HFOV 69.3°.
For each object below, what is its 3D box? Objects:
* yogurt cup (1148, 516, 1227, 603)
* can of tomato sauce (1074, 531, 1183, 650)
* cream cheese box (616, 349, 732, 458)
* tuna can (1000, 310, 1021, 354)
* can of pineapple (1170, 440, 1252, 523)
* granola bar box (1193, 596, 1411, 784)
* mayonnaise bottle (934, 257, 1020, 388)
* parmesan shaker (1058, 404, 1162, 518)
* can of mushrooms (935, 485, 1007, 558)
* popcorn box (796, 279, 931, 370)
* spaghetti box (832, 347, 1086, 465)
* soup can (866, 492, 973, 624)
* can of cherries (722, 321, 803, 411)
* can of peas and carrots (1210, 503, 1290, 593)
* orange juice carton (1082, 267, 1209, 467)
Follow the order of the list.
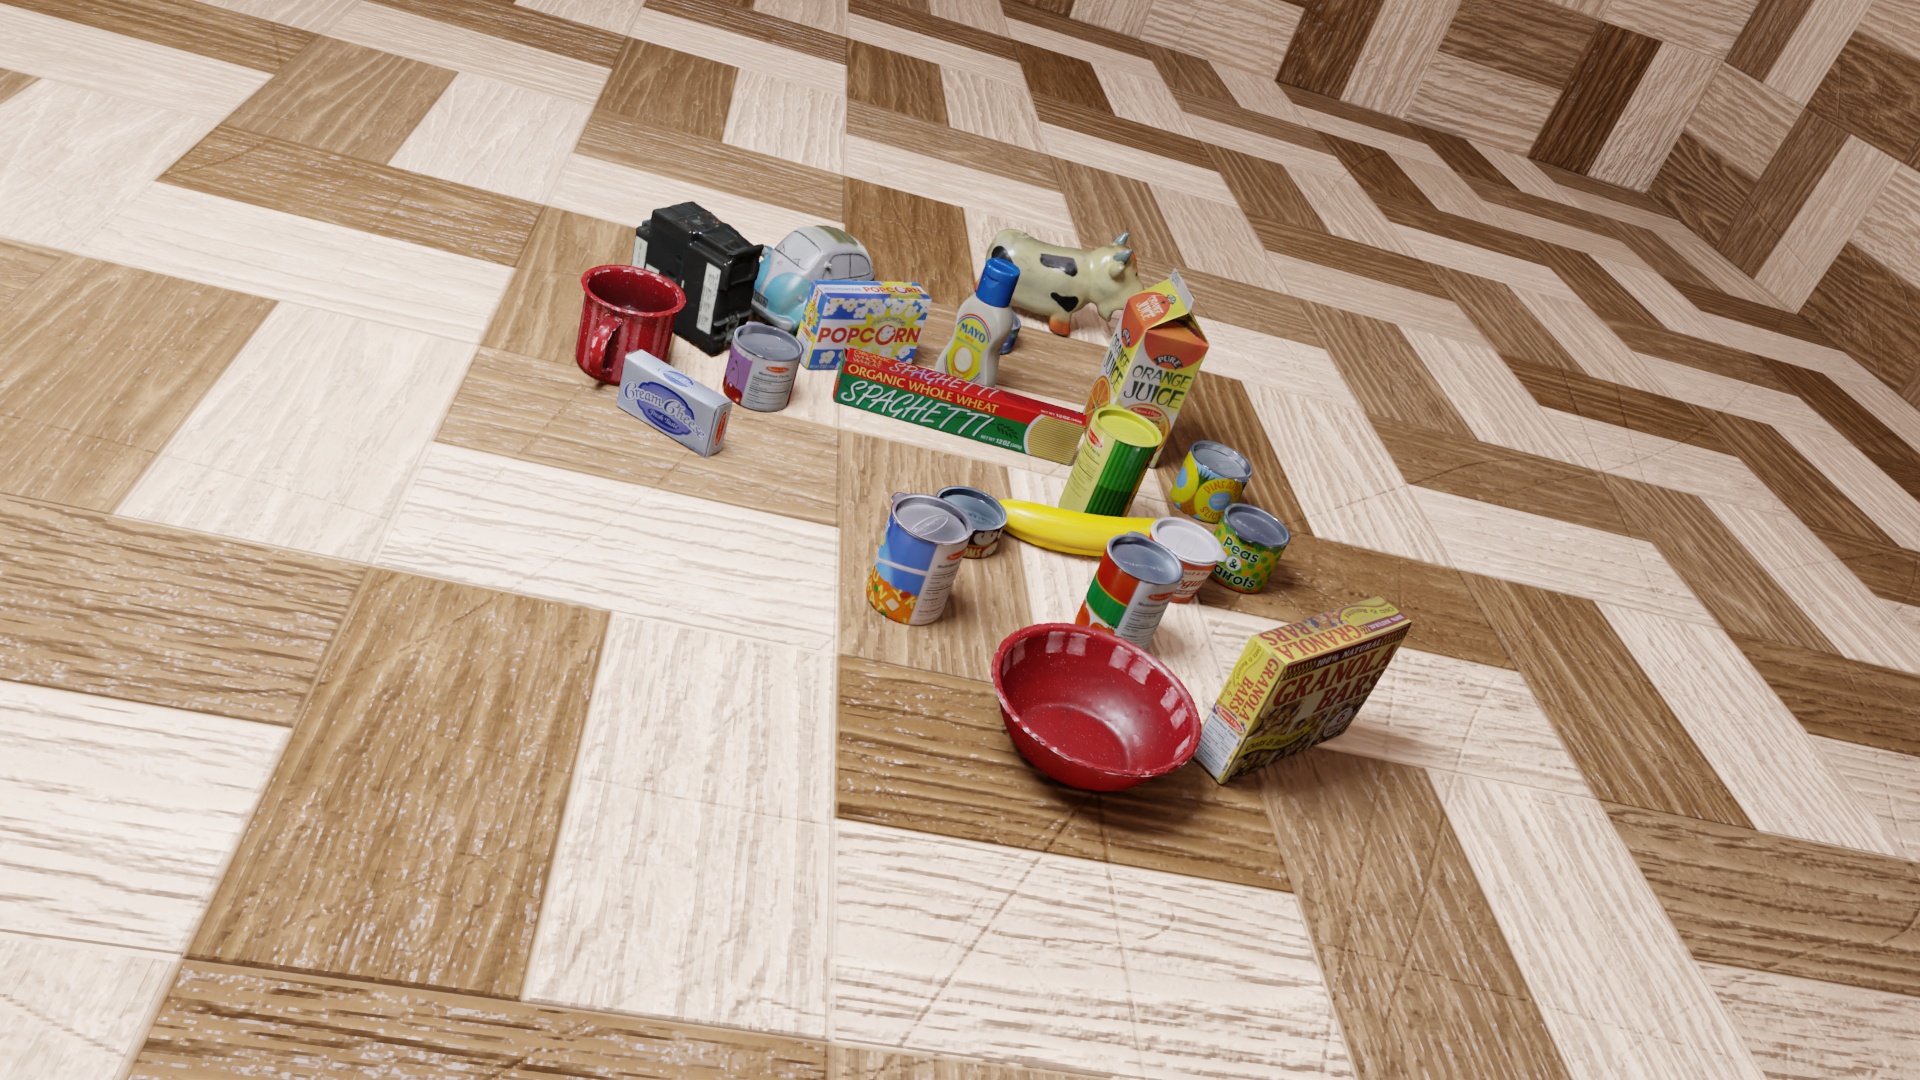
[{"bbox_3d":[0.195,0.019,1.248,0.072,0.053,0.073,14,33,-9],"label":"yogurt cup"},{"bbox_3d":[0.138,0.046,1.151,0.071,0.082,0.071,14,33,-9],"label":"can of tomato sauce"},{"bbox_3d":[-0.251,-0.120,1.211,0.104,0.053,0.024,30,33,15],"label":"cream cheese box"},{"bbox_3d":[0.034,-0.240,1.566,0.071,0.032,0.071,14,33,-9],"label":"tuna can"},{"bbox_3d":[0.251,-0.057,1.389,0.071,0.057,0.071,14,33,-9],"label":"can of pineapple"},{"bbox_3d":[0.266,0.115,1.080,0.166,0.123,0.039,-11,44,-40],"label":"granola bar box"},{"bbox_3d":[0.021,-0.213,1.411,0.065,0.147,0.041,32,34,19],"label":"mayonnaise bottle"},{"bbox_3d":[0.138,-0.066,1.298,0.071,0.102,0.072,14,33,-9],"label":"parmesan shaker"},{"bbox_3d":[0.004,-0.015,1.214,0.071,0.033,0.071,14,33,-9],"label":"can of mushrooms"},{"bbox_3d":[-0.100,-0.219,1.412,0.127,0.084,0.038,-6,40,-35],"label":"popcorn box"},{"bbox_3d":[-0.001,-0.132,1.369,0.250,0.050,0.029,15,32,-9],"label":"spaghetti box"},{"bbox_3d":[-0.036,0.014,1.103,0.071,0.083,0.072,14,33,-9],"label":"soup can"},{"bbox_3d":[-0.187,-0.164,1.307,0.071,0.058,0.072,14,33,-9],"label":"can of cherries"},{"bbox_3d":[0.265,0.009,1.298,0.071,0.058,0.071,14,33,-9],"label":"can of peas and carrots"},{"bbox_3d":[0.191,-0.175,1.407,0.073,0.191,0.072,10,33,-16],"label":"orange juice carton"}]
